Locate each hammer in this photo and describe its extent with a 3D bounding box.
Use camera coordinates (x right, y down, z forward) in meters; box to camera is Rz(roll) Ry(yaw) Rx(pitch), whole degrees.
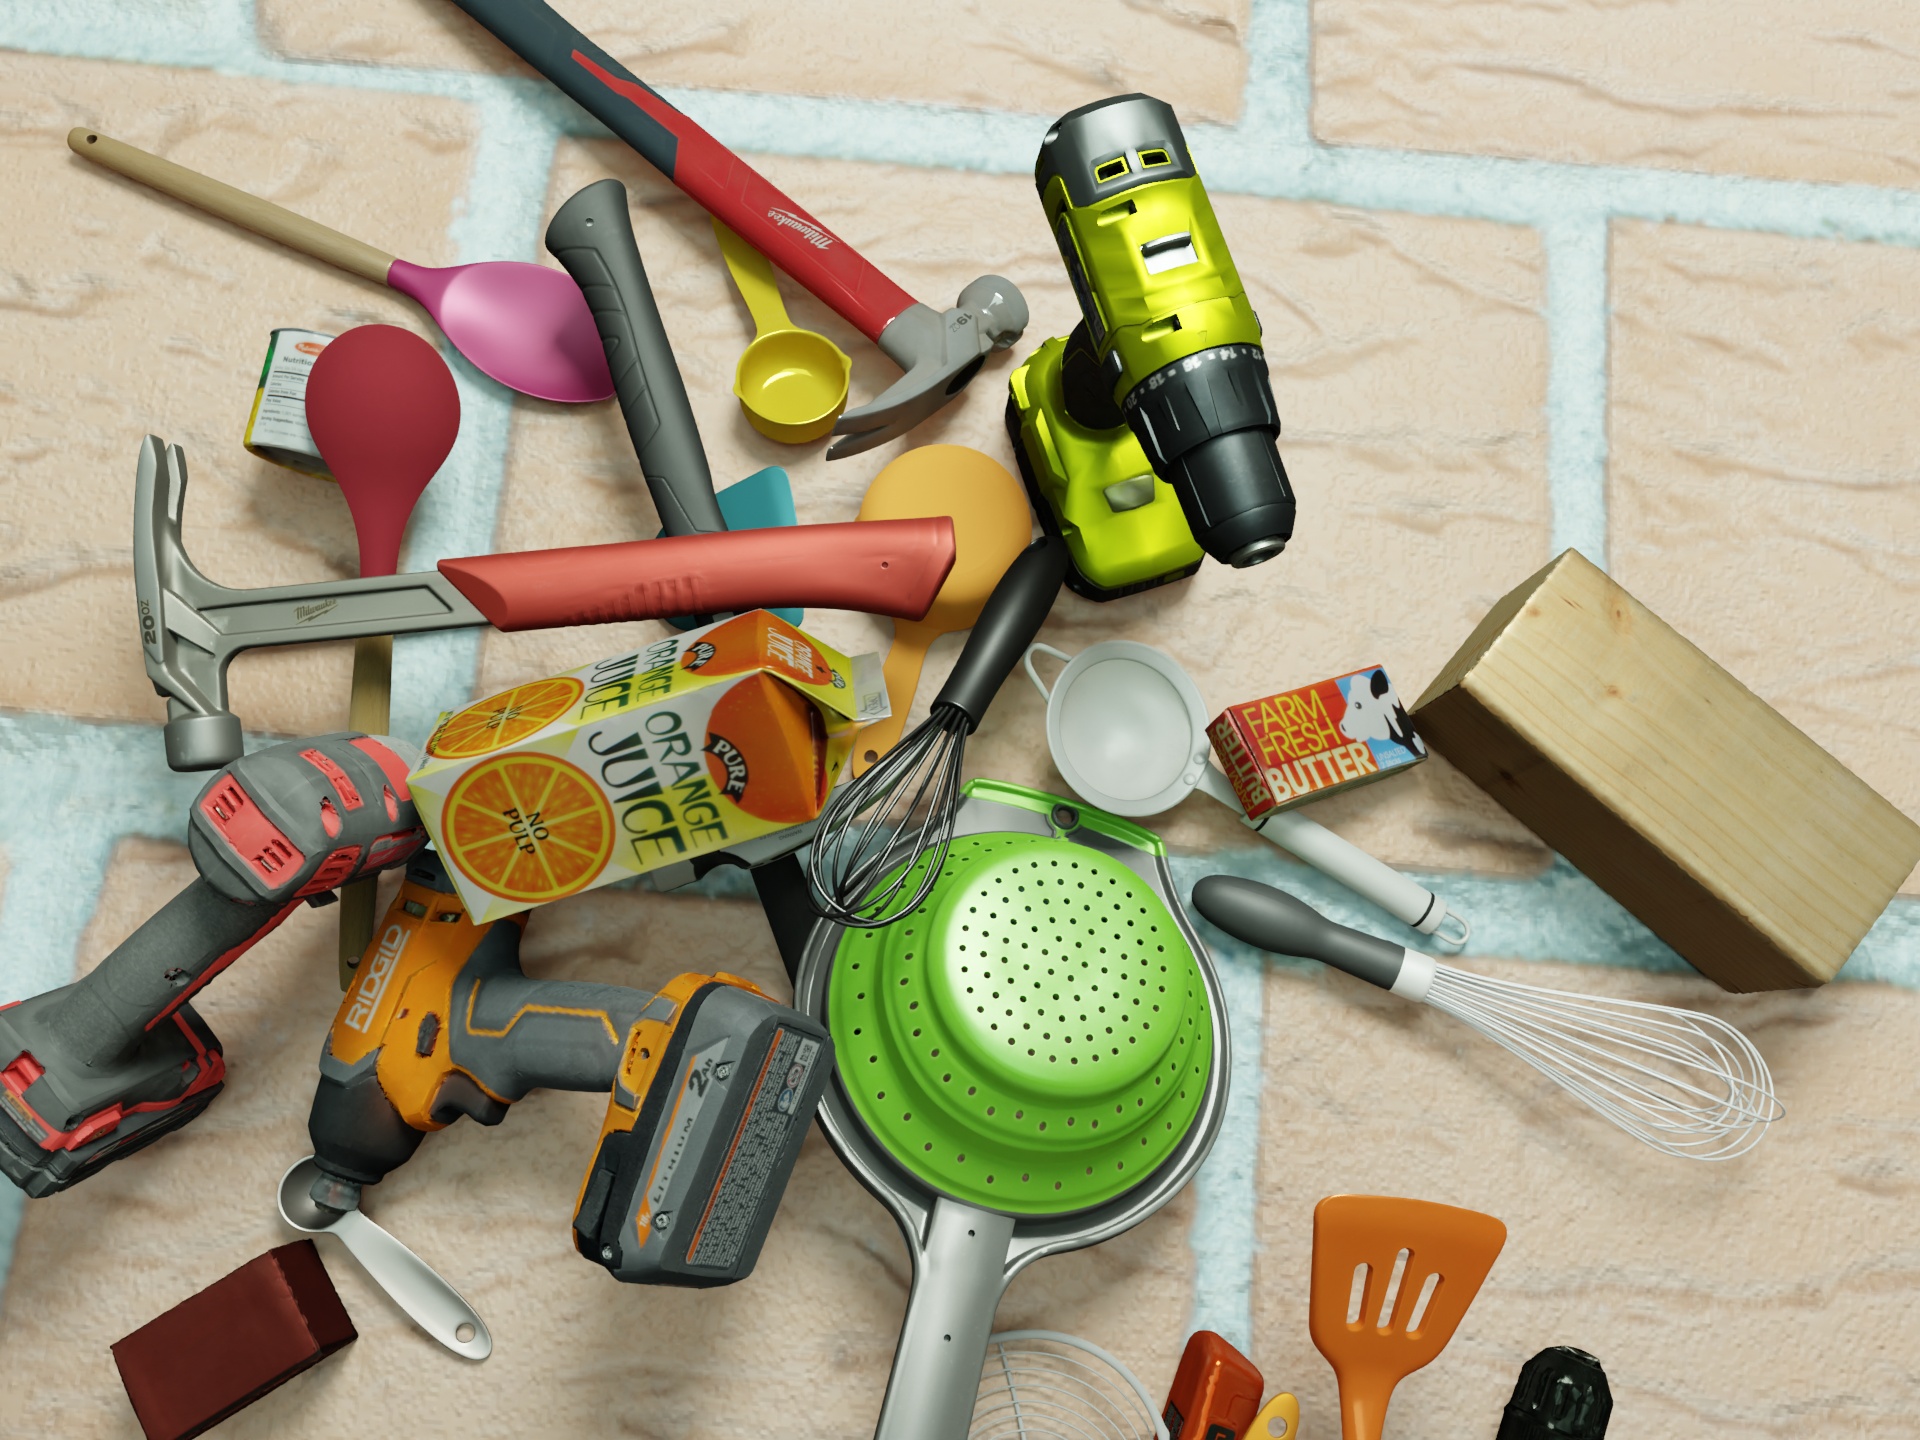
[{"bbox_3d":[-0.122,-0.099,0.749,0.146,0.035,0.335,-19,83,-2],"label":"hammer"},{"bbox_3d":[-0.152,-0.285,0.811,0.386,0.038,0.143,40,56,9],"label":"hammer"},{"bbox_3d":[-0.181,-0.068,0.707,0.359,0.036,0.149,-6,88,0],"label":"hammer"}]

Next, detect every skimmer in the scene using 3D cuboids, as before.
[{"bbox_3d":[-0.024,0.201,0.702,0.127,0.090,0.363,-20,78,-16],"label":"skimmer"}]

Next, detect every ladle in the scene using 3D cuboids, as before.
[{"bbox_3d":[-0.276,-0.030,0.745,0.069,0.031,0.315,3,91,-20],"label":"ladle"}]

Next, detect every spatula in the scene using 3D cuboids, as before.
[{"bbox_3d":[0.160,0.355,0.646,0.081,0.041,0.323,9,83,-3],"label":"spatula"},{"bbox_3d":[-0.236,-0.065,0.771,0.317,0.044,0.082,-6,84,-6],"label":"spatula"}]

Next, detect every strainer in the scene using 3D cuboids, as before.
[{"bbox_3d":[0.136,0.041,0.771,0.258,0.050,0.087,31,70,-1],"label":"strainer"}]

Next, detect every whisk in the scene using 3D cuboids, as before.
[{"bbox_3d":[-0.001,-0.003,0.698,0.055,0.055,0.239,27,54,3],"label":"whisk"},{"bbox_3d":[0.243,0.133,0.750,0.284,0.070,0.070,21,78,8],"label":"whisk"}]

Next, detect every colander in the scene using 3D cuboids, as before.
[{"bbox_3d":[0.014,0.186,0.647,0.204,0.094,0.397,18,60,-3],"label":"colander"}]

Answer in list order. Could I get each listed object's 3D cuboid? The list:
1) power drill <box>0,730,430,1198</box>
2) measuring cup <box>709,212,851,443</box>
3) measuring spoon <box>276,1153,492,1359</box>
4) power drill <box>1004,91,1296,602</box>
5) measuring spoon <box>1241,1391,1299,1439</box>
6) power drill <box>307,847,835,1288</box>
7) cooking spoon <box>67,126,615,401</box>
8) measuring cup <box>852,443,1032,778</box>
[{"bbox_3d":[-0.312,0.090,0.676,0.219,0.143,0.078,-43,88,10],"label":"power drill"},{"bbox_3d":[-0.102,-0.210,0.827,0.062,0.029,0.157,-17,67,-11],"label":"measuring cup"},{"bbox_3d":[-0.260,0.246,0.725,0.124,0.018,0.034,44,72,0],"label":"measuring spoon"},{"bbox_3d":[0.082,-0.135,0.708,0.080,0.228,0.191,-17,79,-6],"label":"power drill"},{"bbox_3d":[0.113,0.335,0.660,0.021,0.011,0.117,29,79,2],"label":"measuring spoon"},{"bbox_3d":[-0.181,0.160,0.679,0.227,0.084,0.164,15,77,30],"label":"power drill"},{"bbox_3d":[-0.316,-0.242,0.823,0.319,0.017,0.069,23,77,2],"label":"cooking spoon"},{"bbox_3d":[-0.021,-0.054,0.776,0.095,0.052,0.174,18,76,1],"label":"measuring cup"}]
